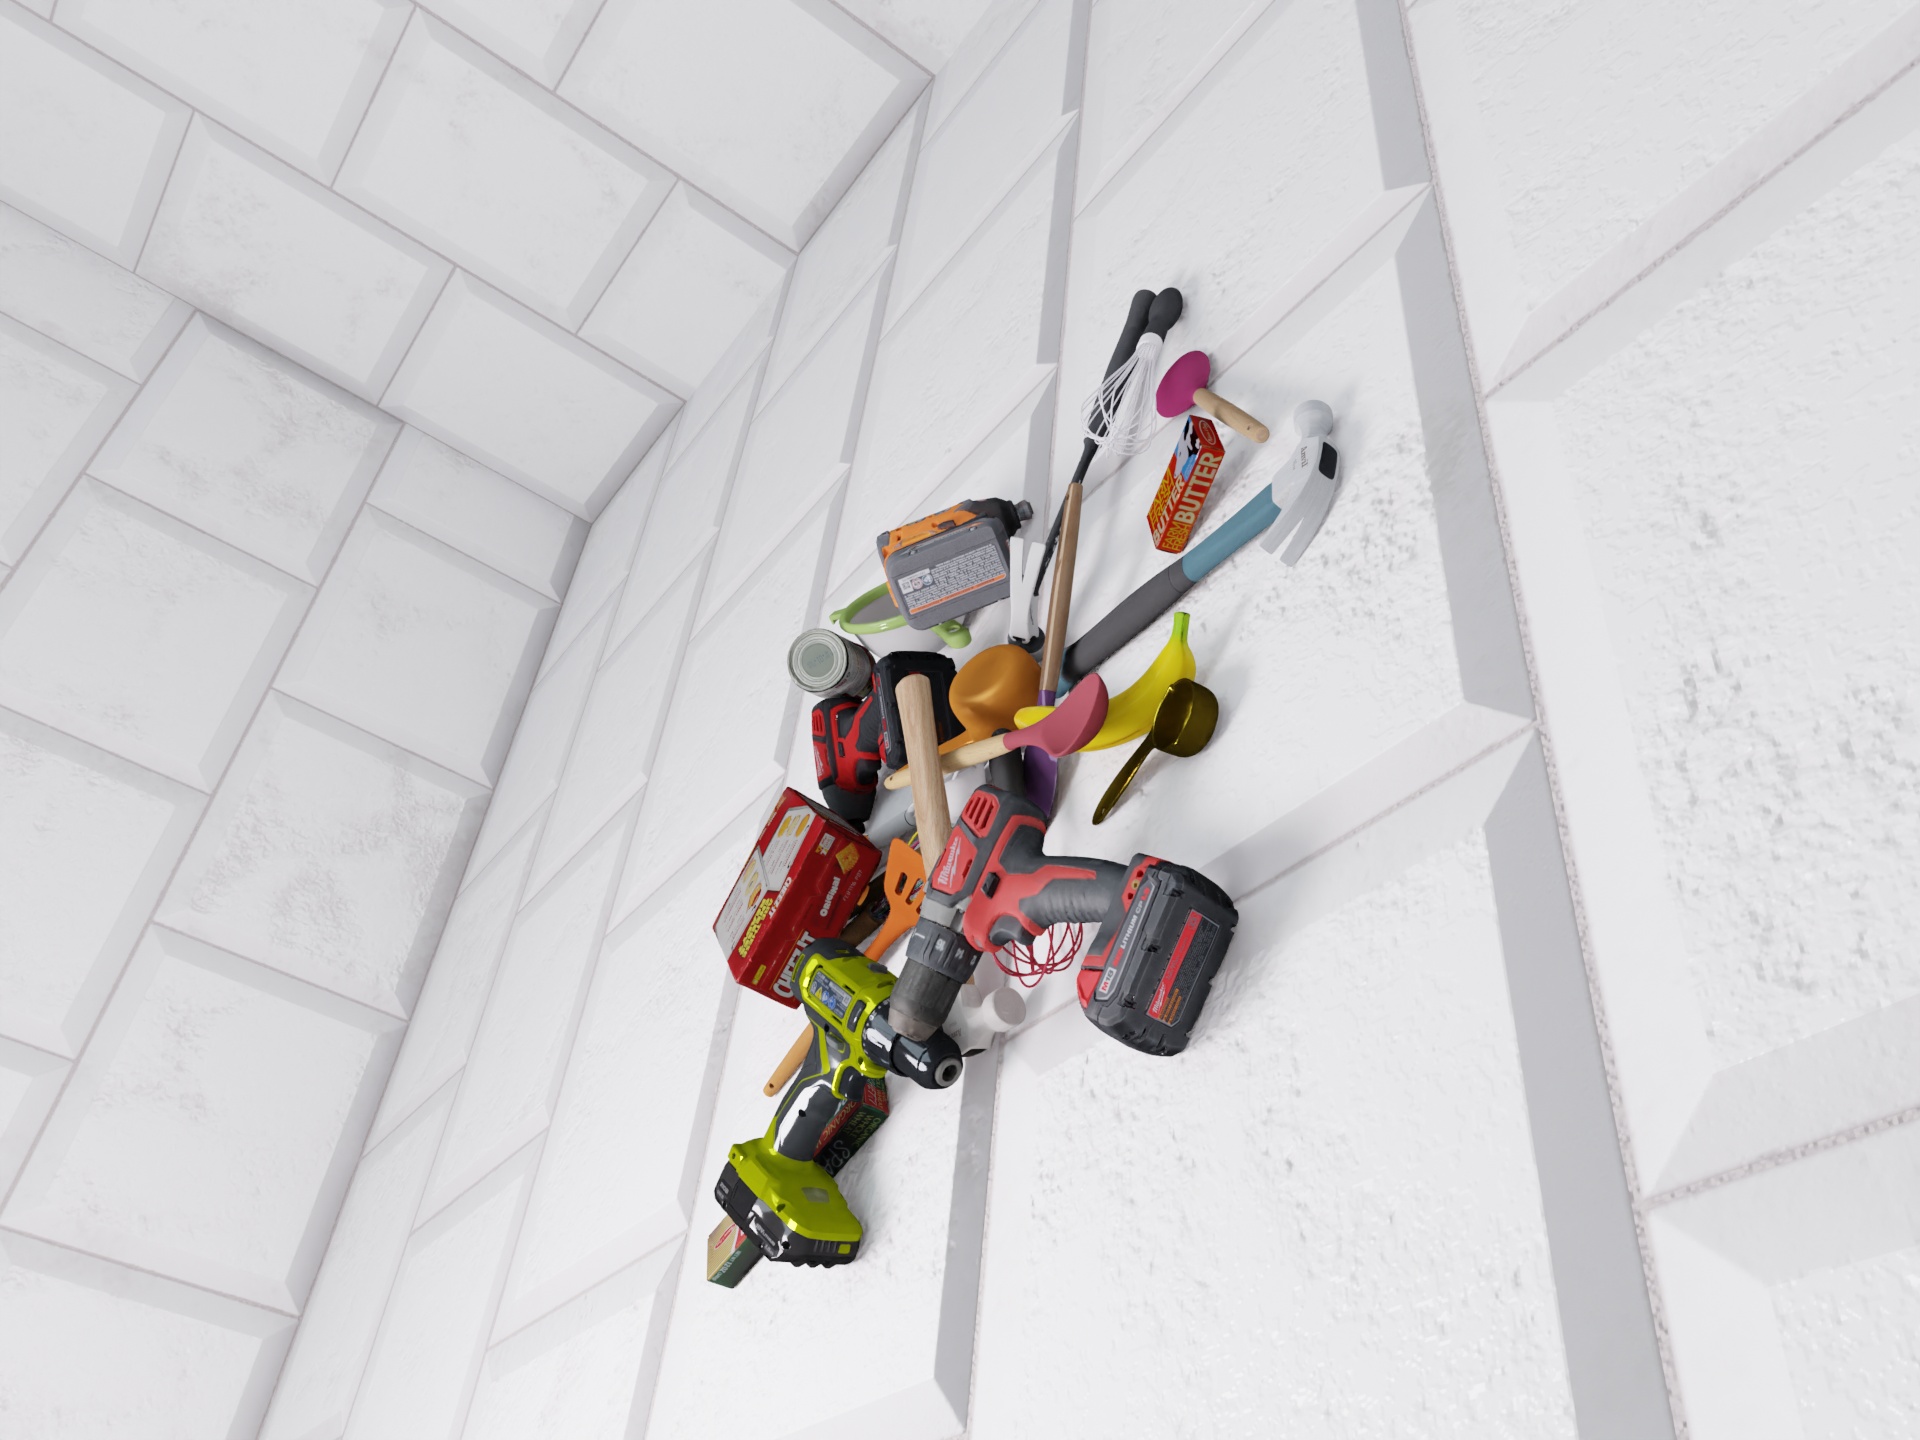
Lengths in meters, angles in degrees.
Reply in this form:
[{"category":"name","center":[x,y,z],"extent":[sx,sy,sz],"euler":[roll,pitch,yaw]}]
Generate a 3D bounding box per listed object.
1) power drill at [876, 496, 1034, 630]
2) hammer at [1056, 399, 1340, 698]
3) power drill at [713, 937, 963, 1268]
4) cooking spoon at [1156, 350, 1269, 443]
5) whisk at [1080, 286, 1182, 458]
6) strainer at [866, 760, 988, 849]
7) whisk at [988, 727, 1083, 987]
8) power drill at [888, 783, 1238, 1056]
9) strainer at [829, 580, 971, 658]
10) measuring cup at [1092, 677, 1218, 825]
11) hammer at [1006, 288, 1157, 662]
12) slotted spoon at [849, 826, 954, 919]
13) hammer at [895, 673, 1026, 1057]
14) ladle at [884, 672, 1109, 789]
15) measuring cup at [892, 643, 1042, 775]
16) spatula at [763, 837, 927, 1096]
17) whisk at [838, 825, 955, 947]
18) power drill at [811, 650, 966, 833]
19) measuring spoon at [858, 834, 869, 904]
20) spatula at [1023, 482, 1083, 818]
[{"category":"power drill","center":[0.002,-0.166,1.553],"extent":[0.164,0.084,0.227],"euler":[-21,16,3]},{"category":"hammer","center":[0.176,-0.116,1.278],"extent":[0.331,0.033,0.128],"euler":[-40,30,41]},{"category":"power drill","center":[-0.093,0.305,1.246],"extent":[0.191,0.080,0.228],"euler":[27,96,50]},{"category":"cooking spoon","center":[0.213,-0.275,1.366],"extent":[0.068,0.017,0.319],"euler":[-55,17,14]},{"category":"whisk","center":[0.167,-0.330,1.470],"extent":[0.070,0.070,0.285],"euler":[-38,20,42]},{"category":"strainer","center":[-0.036,0.087,1.475],"extent":[0.087,0.050,0.258],"euler":[-27,-4,-33]},{"category":"whisk","center":[0.047,0.097,1.250],"extent":[0.073,0.073,0.296],"euler":[-49,26,25]},{"category":"power drill","center":[0.054,0.153,1.073],"extent":[0.227,0.080,0.188],"euler":[16,78,45]},{"category":"strainer","center":[-0.029,-0.089,1.601],"extent":[0.151,0.069,0.257],"euler":[-25,22,-10]},{"category":"measuring cup","center":[0.146,0.032,1.196],"extent":[0.062,0.029,0.156],"euler":[-88,23,-47]},{"category":"hammer","center":[0.118,-0.253,1.488],"extent":[0.149,0.036,0.409],"euler":[83,-155,-59]},{"category":"slotted spoon","center":[-0.100,0.174,1.525],"extent":[0.313,0.031,0.070],"euler":[-38,32,40]},{"category":"hammer","center":[-0.019,0.113,1.296],"extent":[0.130,0.031,0.332],"euler":[-44,47,46]},{"category":"ladle","center":[0.024,0.023,1.305],"extent":[0.315,0.031,0.069],"euler":[-21,42,53]},{"category":"measuring cup","center":[-0.002,-0.005,1.418],"extent":[0.173,0.052,0.095],"euler":[-32,31,9]},{"category":"spatula","center":[-0.101,0.236,1.431],"extent":[0.322,0.081,0.041],"euler":[-54,-13,25]},{"category":"whisk","center":[-0.067,0.162,1.453],"extent":[0.245,0.047,0.051],"euler":[-45,29,40]},{"category":"power drill","center":[-0.080,0.024,1.566],"extent":[0.219,0.078,0.143],"euler":[-32,62,56]},{"category":"measuring spoon","center":[-0.095,0.137,1.494],"extent":[0.021,0.011,0.117],"euler":[-58,16,20]},{"category":"spatula","center":[0.078,-0.050,1.342],"extent":[0.060,0.018,0.316],"euler":[-11,69,61]}]
